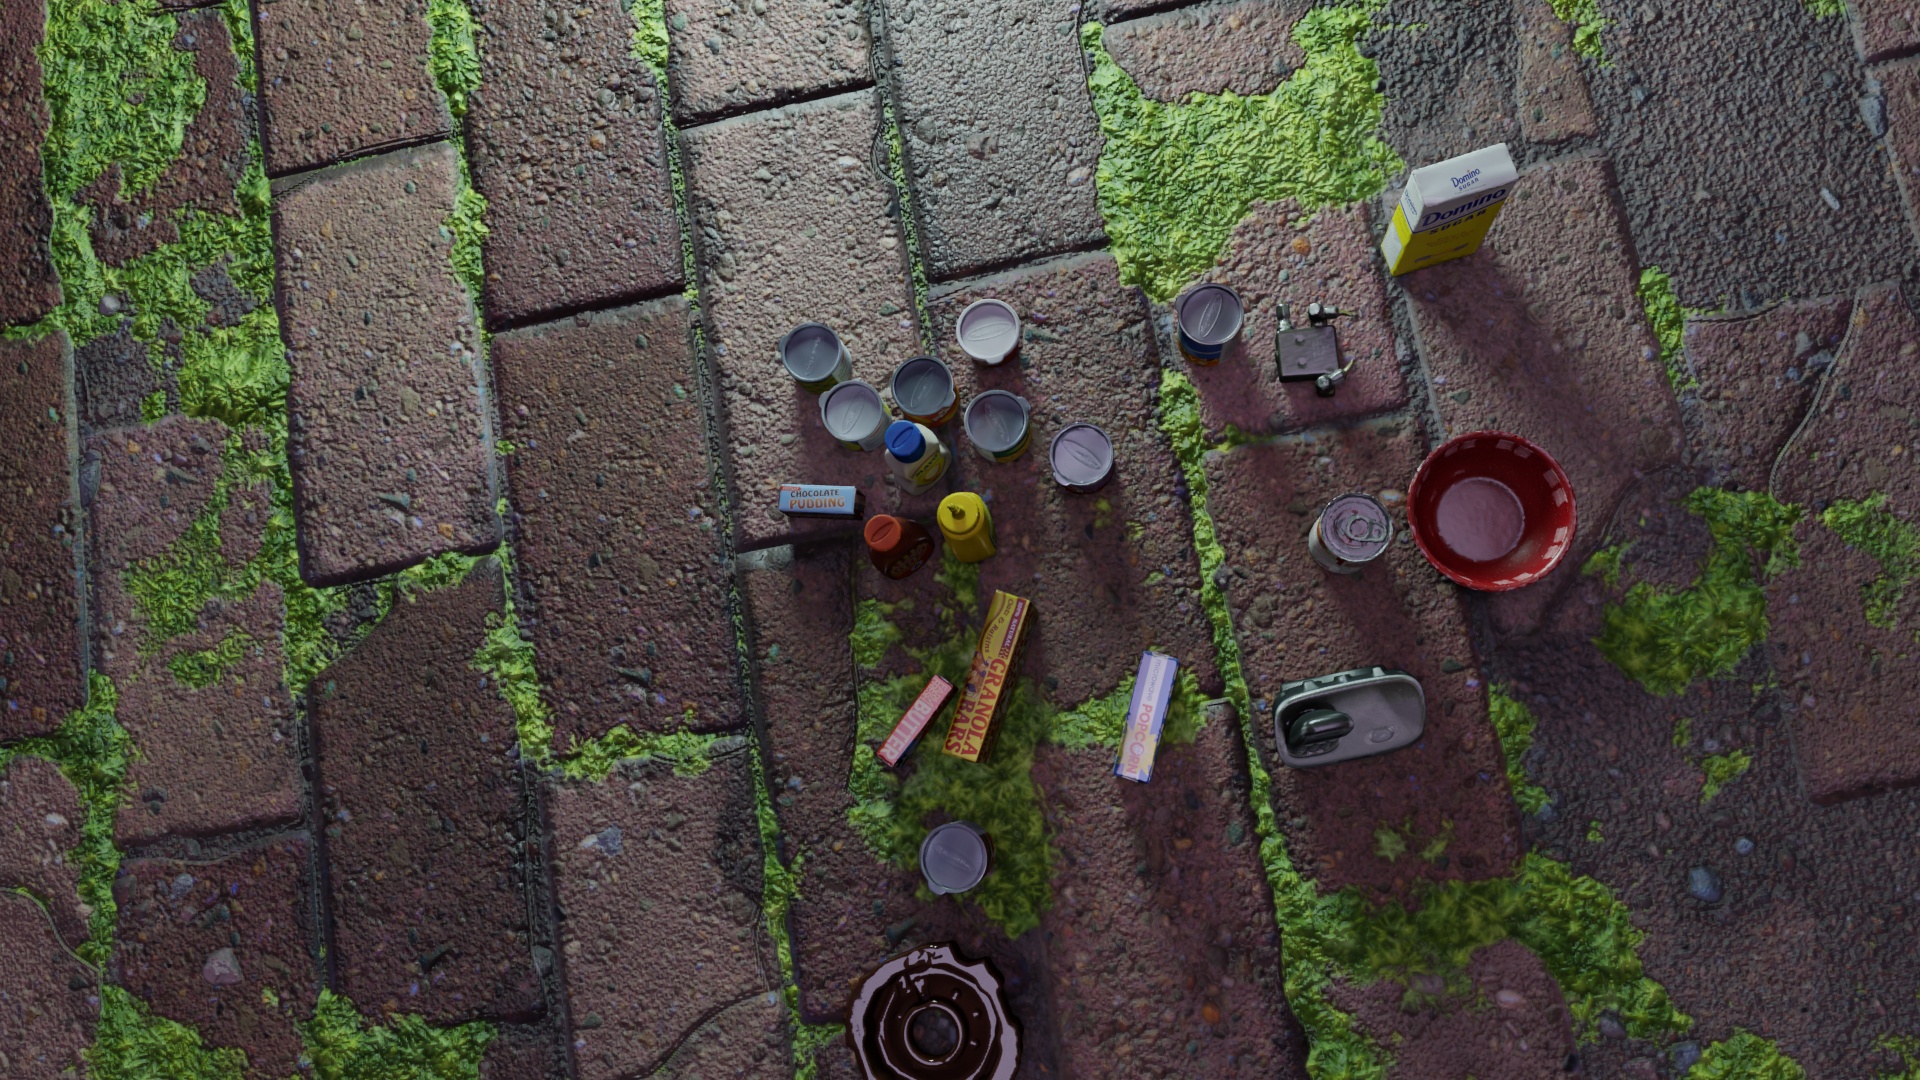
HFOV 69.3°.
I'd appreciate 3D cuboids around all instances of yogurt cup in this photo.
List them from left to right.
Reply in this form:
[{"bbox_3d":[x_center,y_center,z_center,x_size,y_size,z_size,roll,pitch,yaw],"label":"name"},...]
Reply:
[{"bbox_3d":[0.032,-0.217,1.480,0.072,0.054,0.072,-1,81,7],"label":"yogurt cup"}]

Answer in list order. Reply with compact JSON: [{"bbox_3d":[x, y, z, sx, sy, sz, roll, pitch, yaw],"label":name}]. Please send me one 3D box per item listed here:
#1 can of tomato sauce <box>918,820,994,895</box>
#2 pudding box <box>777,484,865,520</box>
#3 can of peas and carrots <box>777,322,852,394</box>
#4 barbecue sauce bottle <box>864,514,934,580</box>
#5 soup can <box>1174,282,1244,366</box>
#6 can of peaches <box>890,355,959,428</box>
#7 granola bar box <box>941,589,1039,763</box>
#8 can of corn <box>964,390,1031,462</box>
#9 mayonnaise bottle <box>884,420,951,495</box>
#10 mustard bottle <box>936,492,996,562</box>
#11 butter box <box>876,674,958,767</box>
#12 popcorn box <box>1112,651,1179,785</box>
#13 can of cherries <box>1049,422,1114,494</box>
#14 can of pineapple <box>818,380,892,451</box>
[{"bbox_3d":[-0.003,0.315,1.380,0.071,0.083,0.071,-1,81,7],"label":"can of tomato sauce"},{"bbox_3d":[-0.147,-0.041,1.475,0.084,0.049,0.030,3,81,8],"label":"pudding box"},{"bbox_3d":[-0.156,-0.196,1.497,0.071,0.058,0.071,-1,81,7],"label":"can of peas and carrots"},{"bbox_3d":[-0.066,0.003,1.407,0.065,0.148,0.044,-41,79,0],"label":"barbecue sauce bottle"},{"bbox_3d":[0.255,-0.223,1.438,0.071,0.083,0.071,-1,81,7],"label":"soup can"},{"bbox_3d":[-0.035,-0.156,1.476,0.071,0.058,0.071,-1,81,7],"label":"can of peaches"},{"bbox_3d":[0.033,0.139,1.384,0.039,0.124,0.165,18,83,10],"label":"granola bar box"},{"bbox_3d":[0.043,-0.120,1.460,0.071,0.058,0.071,-1,81,7],"label":"can of corn"},{"bbox_3d":[-0.047,-0.088,1.420,0.041,0.148,0.065,44,89,11],"label":"mayonnaise bottle"},{"bbox_3d":[0.005,-0.017,1.395,0.049,0.160,0.065,-14,80,5],"label":"mustard bottle"},{"bbox_3d":[-0.043,0.185,1.422,0.024,0.053,0.103,36,87,11],"label":"butter box"},{"bbox_3d":[0.185,0.176,1.378,0.038,0.085,0.127,14,83,9],"label":"popcorn box"},{"bbox_3d":[0.125,-0.082,1.443,0.071,0.058,0.071,-1,81,7],"label":"can of cherries"},{"bbox_3d":[-0.111,-0.133,1.482,0.071,0.058,0.071,-1,81,7],"label":"can of pineapple"}]
